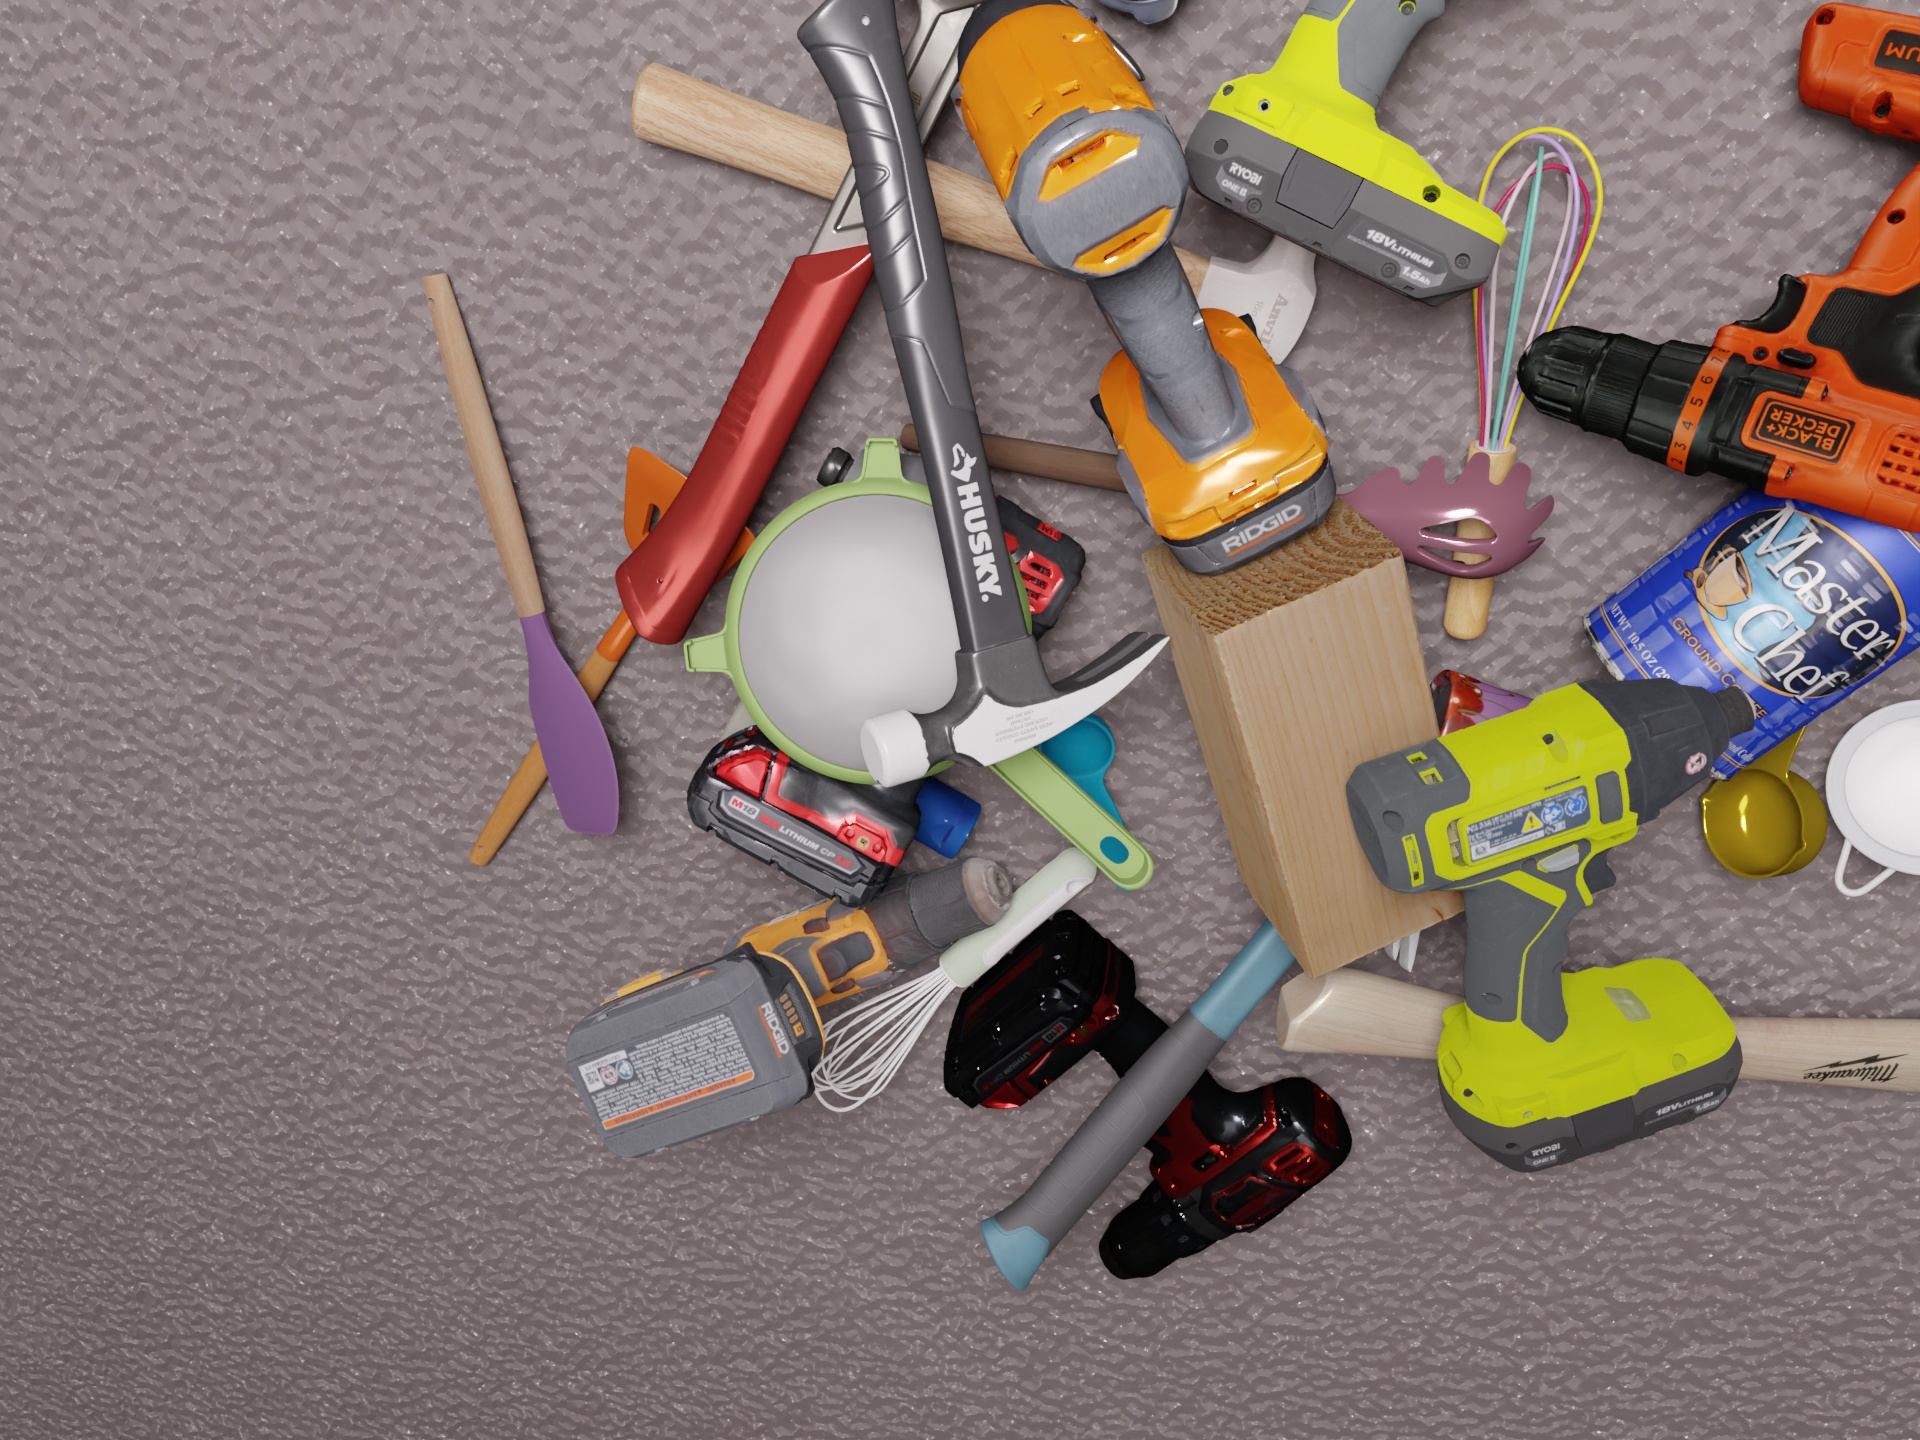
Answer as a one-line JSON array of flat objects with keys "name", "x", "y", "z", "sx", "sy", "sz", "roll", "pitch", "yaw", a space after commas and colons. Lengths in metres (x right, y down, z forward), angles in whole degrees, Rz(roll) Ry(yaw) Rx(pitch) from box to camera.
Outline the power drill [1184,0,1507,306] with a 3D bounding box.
[{"name": "power drill", "x": 0.209, "y": -0.287, "z": 0.628, "sx": 0.190, "sy": 0.080, "sz": 0.228, "roll": 28, "pitch": 109, "yaw": 7}]

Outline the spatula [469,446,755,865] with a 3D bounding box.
[{"name": "spatula", "x": -0.216, "y": -0.019, "z": 0.906, "sx": 0.081, "sy": 0.041, "sz": 0.322, "roll": 38, "pitch": 120, "yaw": -2}]

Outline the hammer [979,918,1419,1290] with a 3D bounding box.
[{"name": "hammer", "x": 0.125, "y": 0.176, "z": 0.869, "sx": 0.128, "sy": 0.033, "sz": 0.331, "roll": 39, "pitch": 93, "yaw": -13}]

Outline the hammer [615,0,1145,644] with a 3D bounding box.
[{"name": "hammer", "x": -0.064, "y": -0.182, "z": 0.747, "sx": 0.149, "sy": 0.037, "sz": 0.359, "roll": 30, "pitch": 114, "yaw": -2}]

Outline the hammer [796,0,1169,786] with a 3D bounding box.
[{"name": "hammer", "x": -0.005, "y": -0.148, "z": 0.690, "sx": 0.146, "sy": 0.035, "sz": 0.334, "roll": -17, "pitch": 102, "yaw": -19}]

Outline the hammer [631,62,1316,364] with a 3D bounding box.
[{"name": "hammer", "x": 0.004, "y": -0.238, "z": 0.750, "sx": 0.331, "sy": 0.031, "sz": 0.130, "roll": 19, "pitch": 119, "yaw": 2}]

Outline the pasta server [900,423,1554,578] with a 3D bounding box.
[{"name": "pasta server", "x": 0.121, "y": -0.116, "z": 0.774, "sx": 0.316, "sy": 0.040, "sz": 0.060, "roll": 13, "pitch": 129, "yaw": 17}]

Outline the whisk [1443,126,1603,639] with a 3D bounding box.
[{"name": "whisk", "x": 0.254, "y": -0.147, "z": 0.740, "sx": 0.047, "sy": 0.051, "sz": 0.244, "roll": 2, "pitch": 121, "yaw": 5}]

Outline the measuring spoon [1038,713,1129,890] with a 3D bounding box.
[{"name": "measuring spoon", "x": 0.078, "y": 0.044, "z": 0.895, "sx": 0.042, "sy": 0.021, "sz": 0.128, "roll": -12, "pitch": 124, "yaw": 16}]

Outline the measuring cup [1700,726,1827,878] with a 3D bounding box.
[{"name": "measuring cup", "x": 0.418, "y": 0.005, "z": 0.790, "sx": 0.029, "sy": 0.062, "sz": 0.156, "roll": 2, "pitch": 109, "yaw": -28}]

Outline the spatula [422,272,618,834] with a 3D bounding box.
[{"name": "spatula", "x": -0.239, "y": -0.083, "z": 0.866, "sx": 0.060, "sy": 0.018, "sz": 0.315, "roll": 0, "pitch": 110, "yaw": 36}]

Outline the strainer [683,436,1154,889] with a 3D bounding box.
[{"name": "strainer", "x": -0.001, "y": -0.002, "z": 0.757, "sx": 0.256, "sy": 0.069, "sz": 0.151, "roll": 43, "pitch": 96, "yaw": -6}]

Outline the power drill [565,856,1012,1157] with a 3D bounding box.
[{"name": "power drill", "x": -0.081, "y": 0.140, "z": 0.859, "sx": 0.185, "sy": 0.226, "sz": 0.084, "roll": -23, "pitch": 92, "yaw": 23}]

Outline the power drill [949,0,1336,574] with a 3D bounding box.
[{"name": "power drill", "x": 0.068, "y": -0.184, "z": 0.646, "sx": 0.084, "sy": 0.164, "sz": 0.226, "roll": -27, "pitch": 136, "yaw": 11}]

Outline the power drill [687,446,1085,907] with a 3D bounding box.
[{"name": "power drill", "x": -0.047, "y": -0.028, "z": 0.823, "sx": 0.143, "sy": 0.078, "sz": 0.219, "roll": 29, "pitch": 101, "yaw": -6}]

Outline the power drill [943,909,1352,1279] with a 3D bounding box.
[{"name": "power drill", "x": 0.096, "y": 0.240, "z": 0.961, "sx": 0.226, "sy": 0.080, "sz": 0.188, "roll": 38, "pitch": 119, "yaw": -13}]

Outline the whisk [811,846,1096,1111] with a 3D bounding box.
[{"name": "whisk", "x": -0.009, "y": 0.155, "z": 0.953, "sx": 0.246, "sy": 0.059, "sz": 0.057, "roll": -43, "pitch": 141, "yaw": 23}]

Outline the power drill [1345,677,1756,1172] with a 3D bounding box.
[{"name": "power drill", "x": 0.281, "y": 0.089, "z": 0.725, "sx": 0.171, "sy": 0.080, "sz": 0.223, "roll": -19, "pitch": 120, "yaw": 2}]

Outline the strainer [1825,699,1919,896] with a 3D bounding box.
[{"name": "strainer", "x": 0.502, "y": -0.023, "z": 0.754, "sx": 0.087, "sy": 0.050, "sz": 0.258, "roll": 36, "pitch": 116, "yaw": 19}]

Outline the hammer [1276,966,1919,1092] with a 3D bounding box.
[{"name": "hammer", "x": 0.373, "y": 0.181, "z": 0.851, "sx": 0.410, "sy": 0.038, "sz": 0.146, "roll": 4, "pitch": 119, "yaw": -2}]
